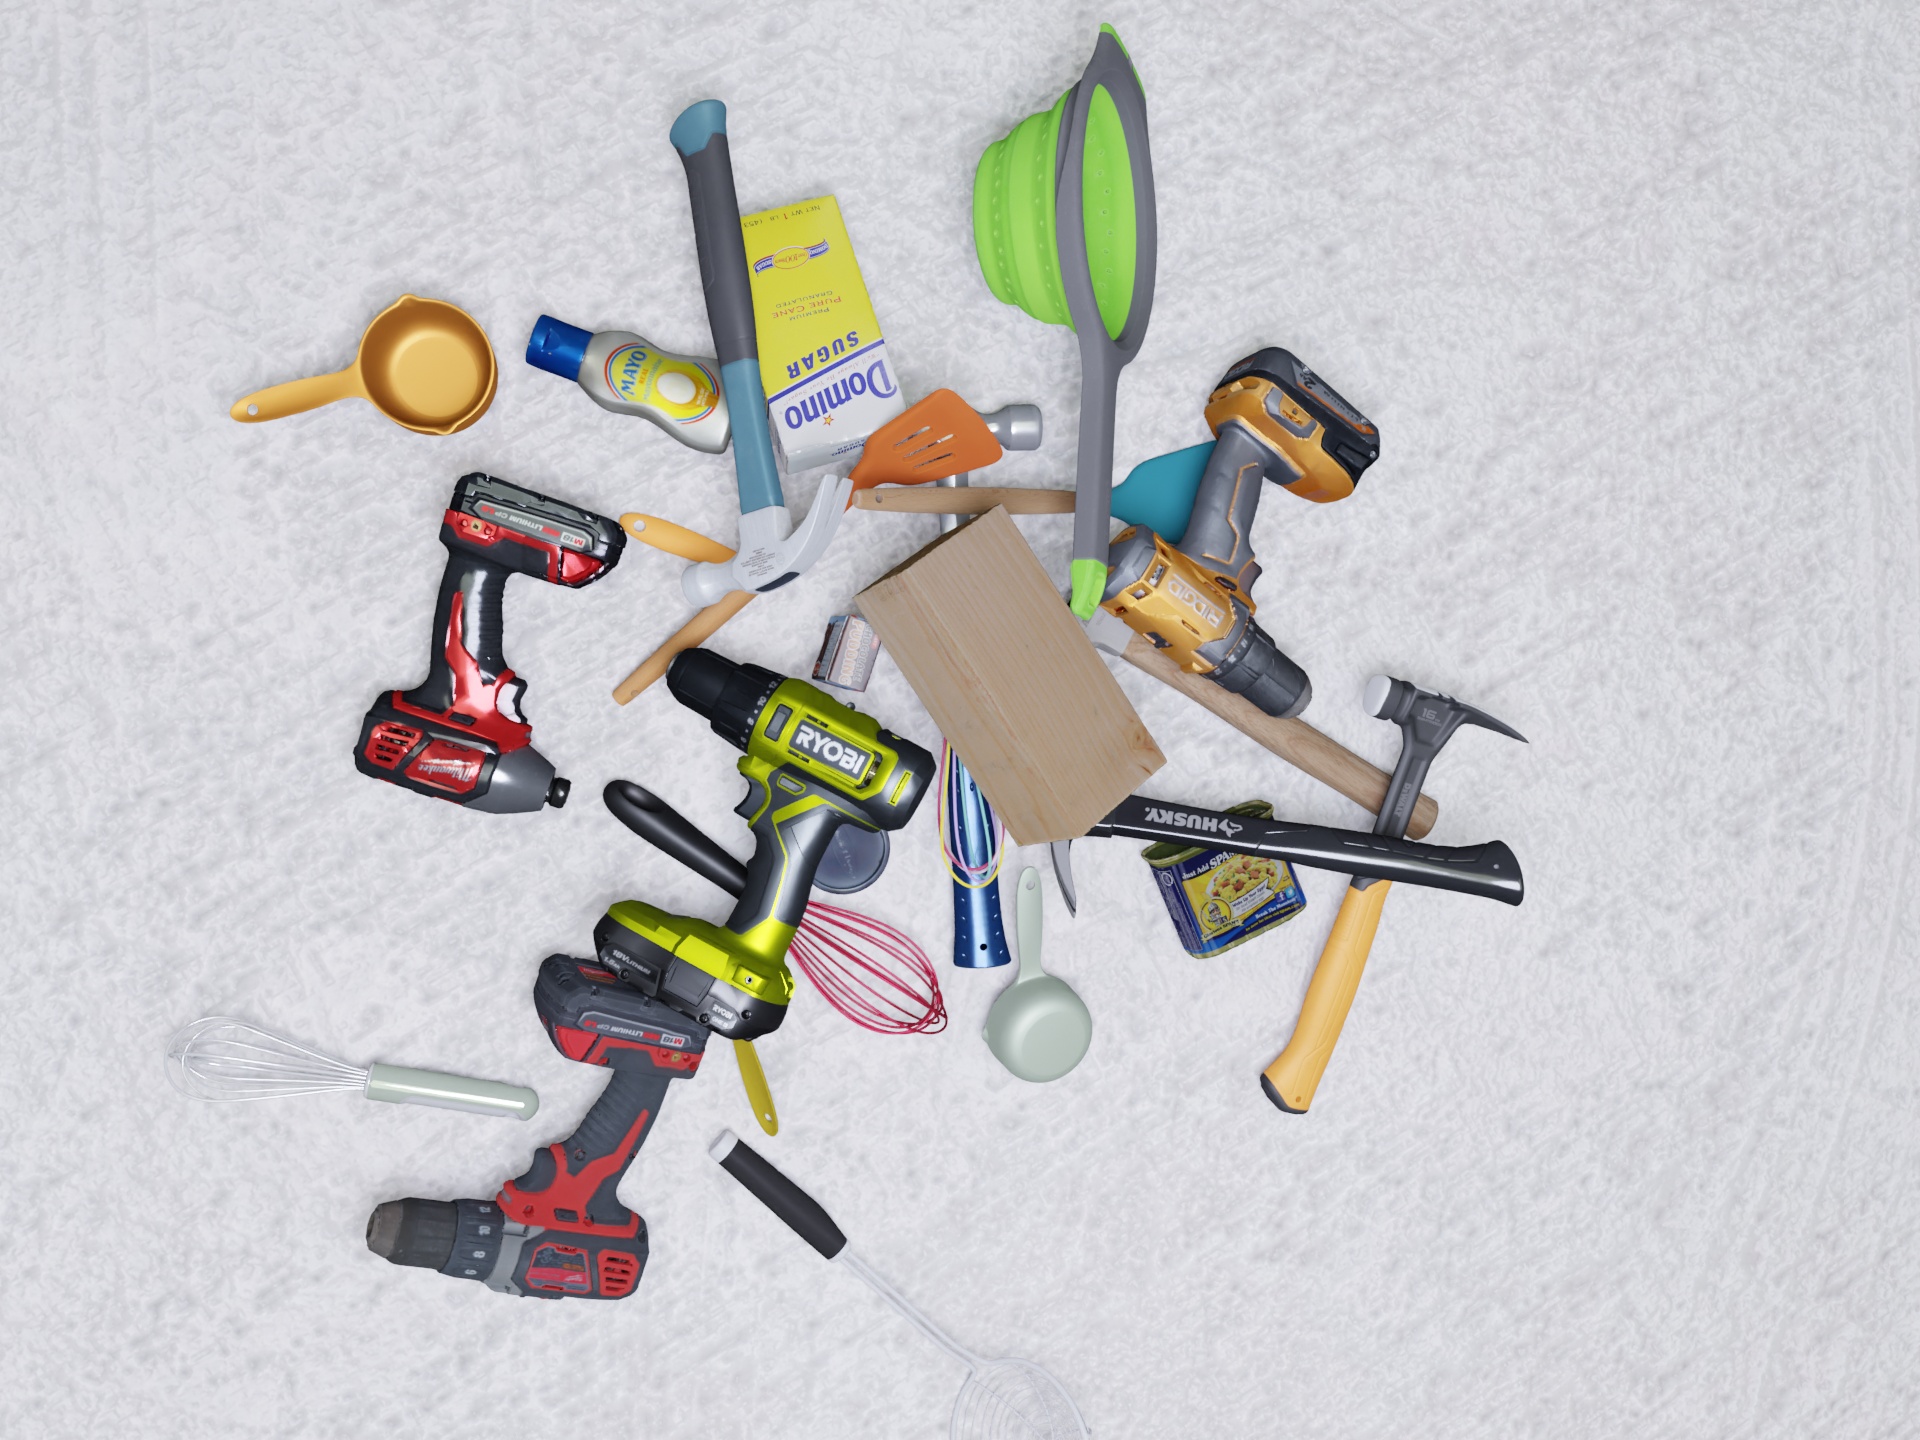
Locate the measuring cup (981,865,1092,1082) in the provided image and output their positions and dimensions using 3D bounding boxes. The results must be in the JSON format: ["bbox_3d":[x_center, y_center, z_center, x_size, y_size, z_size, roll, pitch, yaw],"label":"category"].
[{"bbox_3d":[0.058,0.186,1.143,0.083,0.038,0.167,-11,113,-20],"label":"measuring cup"}]

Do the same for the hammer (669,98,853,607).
[{"bbox_3d":[-0.151,-0.250,1.062,0.128,0.033,0.331,-12,85,26],"label":"hammer"}]

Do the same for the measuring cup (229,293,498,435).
[{"bbox_3d":[-0.398,-0.225,1.072,0.173,0.052,0.095,-16,95,-7],"label":"measuring cup"}]

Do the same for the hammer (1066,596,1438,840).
[{"bbox_3d":[0.220,-0.006,1.190,0.331,0.031,0.130,30,81,-11],"label":"hammer"}]

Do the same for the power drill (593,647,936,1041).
[{"bbox_3d":[-0.148,0.077,1.063,0.190,0.080,0.228,27,88,6],"label":"power drill"}]

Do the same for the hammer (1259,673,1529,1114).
[{"bbox_3d":[0.308,0.140,1.190,0.127,0.034,0.337,17,98,-15],"label":"hammer"}]

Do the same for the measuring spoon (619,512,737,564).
[{"bbox_3d":[-0.186,-0.123,1.130,0.117,0.011,0.021,20,89,-10],"label":"measuring spoon"}]

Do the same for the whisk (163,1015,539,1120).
[{"bbox_3d":[-0.413,0.246,1.089,0.246,0.057,0.059,13,60,-14],"label":"whisk"}]

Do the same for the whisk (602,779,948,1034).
[{"bbox_3d":[-0.130,0.133,1.128,0.296,0.073,0.073,36,86,-4],"label":"whisk"}]

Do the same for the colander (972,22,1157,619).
[{"bbox_3d":[0.062,-0.267,1.094,0.094,0.204,0.397,1,83,21],"label":"colander"}]

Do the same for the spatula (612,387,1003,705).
[{"bbox_3d":[-0.116,-0.112,1.099,0.322,0.041,0.080,-40,138,7],"label":"spatula"}]

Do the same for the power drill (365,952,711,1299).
[{"bbox_3d":[-0.280,0.279,1.077,0.187,0.080,0.227,18,91,-28],"label":"power drill"}]

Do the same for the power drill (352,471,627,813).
[{"bbox_3d":[-0.310,-0.046,1.082,0.143,0.078,0.219,19,91,-10],"label":"power drill"}]

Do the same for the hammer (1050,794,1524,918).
[{"bbox_3d":[0.225,0.090,1.123,0.335,0.035,0.146,9,64,8],"label":"hammer"}]

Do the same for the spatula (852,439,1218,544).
[{"bbox_3d":[0.066,-0.158,1.123,0.317,0.044,0.082,-6,93,-35],"label":"spatula"}]

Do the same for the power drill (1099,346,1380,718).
[{"bbox_3d":[0.215,-0.128,1.145,0.185,0.084,0.226,36,75,-16],"label":"power drill"}]

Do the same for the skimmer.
[{"bbox_3d":[-0.050,0.437,1.134,0.363,0.090,0.127,44,116,-6],"label":"skimmer"}]

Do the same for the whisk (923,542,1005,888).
[{"bbox_3d":[-0.003,-0.003,1.115,0.047,0.051,0.245,-8,90,-4],"label":"whisk"}]

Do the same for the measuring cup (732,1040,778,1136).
[{"bbox_3d":[-0.147,0.225,1.140,0.029,0.062,0.156,-35,118,-50],"label":"measuring cup"}]

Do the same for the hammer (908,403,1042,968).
[{"bbox_3d":[-0.003,-0.023,1.153,0.144,0.035,0.405,-4,93,-10],"label":"hammer"}]
